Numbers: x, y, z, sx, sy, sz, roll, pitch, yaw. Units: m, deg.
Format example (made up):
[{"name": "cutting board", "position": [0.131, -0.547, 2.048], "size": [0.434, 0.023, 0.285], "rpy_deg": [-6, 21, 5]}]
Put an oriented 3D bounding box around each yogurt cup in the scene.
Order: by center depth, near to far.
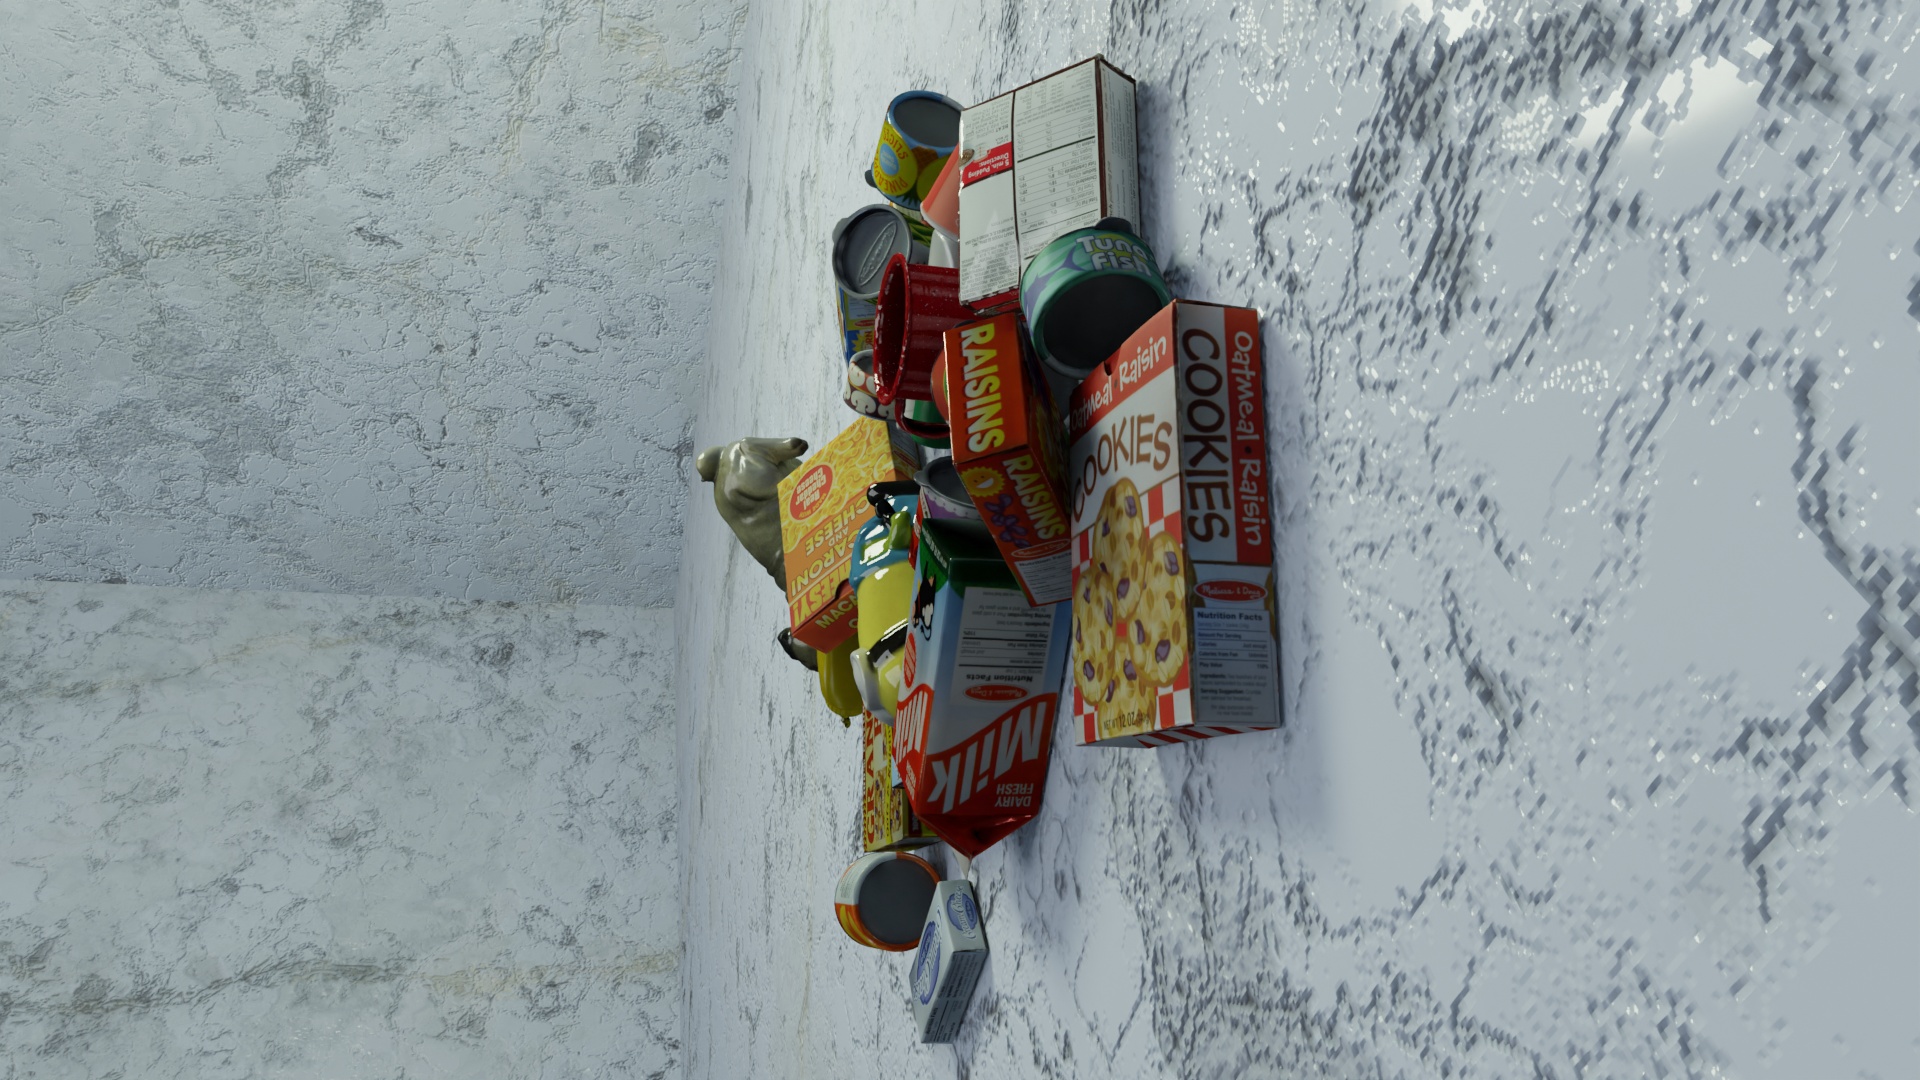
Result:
[{"name": "yogurt cup", "position": [0.017, -0.207, 0.827], "size": [0.053, 0.072, 0.073], "rpy_deg": [-63, 25, 28]}]

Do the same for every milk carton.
[{"name": "milk carton", "position": [0.008, 0.088, 0.773], "size": [0.072, 0.073, 0.189], "rpy_deg": [-128, 43, -67]}]

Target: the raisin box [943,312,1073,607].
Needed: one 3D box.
[{"name": "raisin box", "position": [0.031, -0.036, 0.669], "size": [0.123, 0.040, 0.086], "rpy_deg": [60, -159, -50]}]

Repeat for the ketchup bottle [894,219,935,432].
[{"name": "ketchup bottle", "position": [-0.027, -0.154, 1.011], "size": [0.064, 0.043, 0.149], "rpy_deg": [-11, 76, 63]}]

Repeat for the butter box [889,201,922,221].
[{"name": "butter box", "position": [-0.045, -0.232, 1.131], "size": [0.052, 0.024, 0.104], "rpy_deg": [110, 157, -44]}]

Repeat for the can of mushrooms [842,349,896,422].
[{"name": "can of mushrooms", "position": [-0.053, -0.118, 1.061], "size": [0.071, 0.071, 0.033], "rpy_deg": [-112, 30, -57]}]

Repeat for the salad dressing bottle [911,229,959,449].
[{"name": "salad dressing bottle", "position": [-0.006, -0.135, 0.934], "size": [0.064, 0.044, 0.147], "rpy_deg": [-122, 37, -57]}]

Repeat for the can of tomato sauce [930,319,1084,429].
[{"name": "can of tomato sauce", "position": [0.026, -0.089, 0.762], "size": [0.083, 0.071, 0.071], "rpy_deg": [-160, 74, -73]}]

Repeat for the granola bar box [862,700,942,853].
[{"name": "granola bar box", "position": [-0.039, 0.136, 0.999], "size": [0.123, 0.039, 0.166], "rpy_deg": [134, 137, -66]}]

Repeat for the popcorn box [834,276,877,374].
[{"name": "popcorn box", "position": [-0.083, -0.188, 1.180], "size": [0.127, 0.038, 0.085], "rpy_deg": [-113, 18, -71]}]

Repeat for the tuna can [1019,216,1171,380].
[{"name": "tuna can", "position": [0.063, -0.109, 0.635], "size": [0.070, 0.071, 0.033], "rpy_deg": [109, 158, -43]}]

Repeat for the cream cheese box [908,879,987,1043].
[{"name": "cream cheese box", "position": [-0.009, 0.270, 0.886], "size": [0.053, 0.024, 0.103], "rpy_deg": [-107, 25, -49]}]

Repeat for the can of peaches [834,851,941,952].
[{"name": "can of peaches", "position": [-0.047, 0.249, 0.956], "size": [0.058, 0.071, 0.071], "rpy_deg": [140, 132, -68]}]

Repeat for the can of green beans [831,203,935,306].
[{"name": "can of green beans", "position": [-0.046, -0.193, 0.960], "size": [0.071, 0.058, 0.071], "rpy_deg": [-4, 83, 30]}]

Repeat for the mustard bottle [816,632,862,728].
[{"name": "mustard bottle", "position": [-0.089, 0.099, 1.145], "size": [0.049, 0.065, 0.159], "rpy_deg": [-109, 23, -44]}]

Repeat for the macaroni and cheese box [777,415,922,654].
[{"name": "macaroni and cheese box", "position": [-0.083, -0.012, 1.076], "size": [0.123, 0.040, 0.167], "rpy_deg": [-37, 41, 23]}]

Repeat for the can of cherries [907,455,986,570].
[{"name": "can of cherries", "position": [0.003, -0.010, 0.818], "size": [0.072, 0.071, 0.058], "rpy_deg": [-111, 29, -57]}]

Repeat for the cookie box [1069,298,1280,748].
[{"name": "cookie box", "position": [0.083, -0.001, 0.582], "size": [0.122, 0.040, 0.167], "rpy_deg": [142, 130, -70]}]

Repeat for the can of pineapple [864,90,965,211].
[{"name": "can of pineapple", "position": [-0.028, -0.279, 0.997], "size": [0.057, 0.071, 0.071], "rpy_deg": [114, 154, -52]}]

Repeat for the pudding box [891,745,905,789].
[{"name": "pudding box", "position": [-0.011, 0.138, 0.874], "size": [0.083, 0.050, 0.030], "rpy_deg": [134, 139, -66]}]
